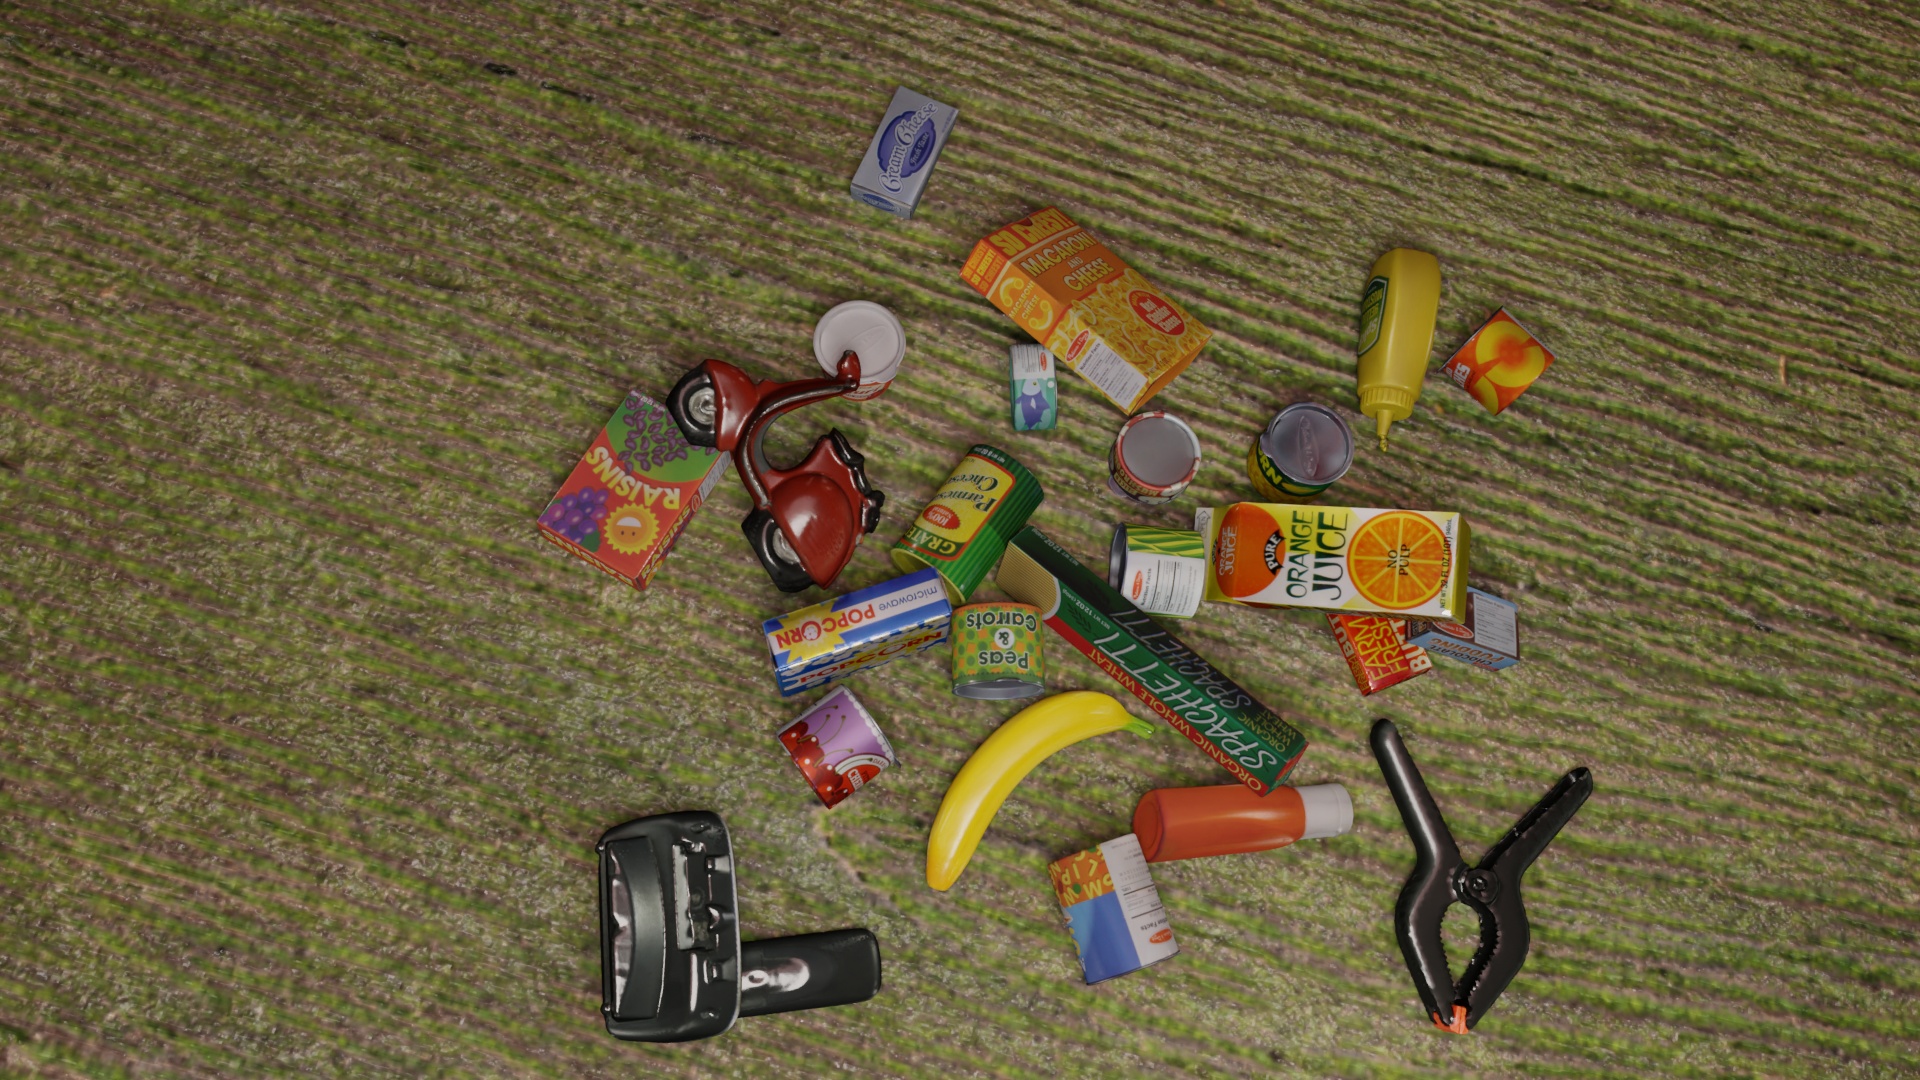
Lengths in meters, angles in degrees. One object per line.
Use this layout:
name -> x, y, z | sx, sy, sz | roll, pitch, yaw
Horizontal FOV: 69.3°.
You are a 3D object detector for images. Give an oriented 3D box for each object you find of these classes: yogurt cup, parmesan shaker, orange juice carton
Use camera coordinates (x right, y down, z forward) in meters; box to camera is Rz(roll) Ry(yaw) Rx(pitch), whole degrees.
yogurt cup -> -0.076, -0.140, 1.049 | 0.072, 0.053, 0.072 | 1, 72, -5
parmesan shaker -> 0.004, -0.013, 1.011 | 0.071, 0.071, 0.103 | 35, 73, 6
orange juice carton -> 0.259, 0.015, 0.993 | 0.192, 0.073, 0.072 | 4, 84, 25

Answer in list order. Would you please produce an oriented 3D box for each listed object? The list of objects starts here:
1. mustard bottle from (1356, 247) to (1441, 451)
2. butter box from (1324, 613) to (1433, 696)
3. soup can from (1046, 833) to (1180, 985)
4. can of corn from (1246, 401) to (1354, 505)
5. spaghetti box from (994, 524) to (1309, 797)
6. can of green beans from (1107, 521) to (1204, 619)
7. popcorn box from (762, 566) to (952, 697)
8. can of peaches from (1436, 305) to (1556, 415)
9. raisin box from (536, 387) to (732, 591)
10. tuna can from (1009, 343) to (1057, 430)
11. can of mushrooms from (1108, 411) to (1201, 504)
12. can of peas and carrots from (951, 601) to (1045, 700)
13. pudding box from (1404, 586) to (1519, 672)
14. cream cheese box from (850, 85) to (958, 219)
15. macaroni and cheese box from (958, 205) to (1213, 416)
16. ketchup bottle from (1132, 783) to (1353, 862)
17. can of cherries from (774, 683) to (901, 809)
mustard bottle -> 0.338, -0.146, 1.083 | 0.049, 0.065, 0.160 | 13, 76, -5
butter box -> 0.304, 0.059, 1.035 | 0.053, 0.024, 0.103 | -18, 75, -11
soup can -> 0.100, 0.249, 0.937 | 0.071, 0.071, 0.084 | -17, 74, -10
can of corn -> 0.254, -0.064, 1.051 | 0.071, 0.058, 0.071 | 1, 73, -5
spaghetti box -> 0.129, 0.082, 0.971 | 0.250, 0.049, 0.029 | 39, 51, 19
can of green beans -> 0.142, 0.022, 1.010 | 0.058, 0.071, 0.071 | 6, 72, -4
popcorn box -> -0.071, 0.065, 0.968 | 0.127, 0.085, 0.038 | -18, 74, -10
can of peaches -> 0.419, -0.138, 1.086 | 0.058, 0.071, 0.071 | 44, 74, 8
raisin box -> -0.236, -0.037, 1.010 | 0.086, 0.040, 0.124 | 29, 71, 4
tuna can -> 0.055, -0.114, 1.047 | 0.033, 0.071, 0.071 | -3, 73, 0
can of mushrooms -> 0.146, -0.061, 1.054 | 0.071, 0.033, 0.071 | 2, 73, -5
can of peas and carrots -> 0.026, 0.078, 0.980 | 0.071, 0.070, 0.059 | 0, 72, -5
pudding box -> 0.369, 0.060, 1.023 | 0.084, 0.030, 0.050 | 18, 61, -17
cream cheese box -> -0.045, -0.314, 1.122 | 0.053, 0.024, 0.104 | 22, 72, 3
macaroni and cheese box -> 0.098, -0.179, 1.052 | 0.166, 0.040, 0.124 | 41, 38, 8
ketchup bottle -> 0.198, 0.193, 0.965 | 0.149, 0.064, 0.044 | -2, 53, -15
can of cherries -> -0.084, 0.143, 0.951 | 0.058, 0.071, 0.071 | -35, 79, -14
